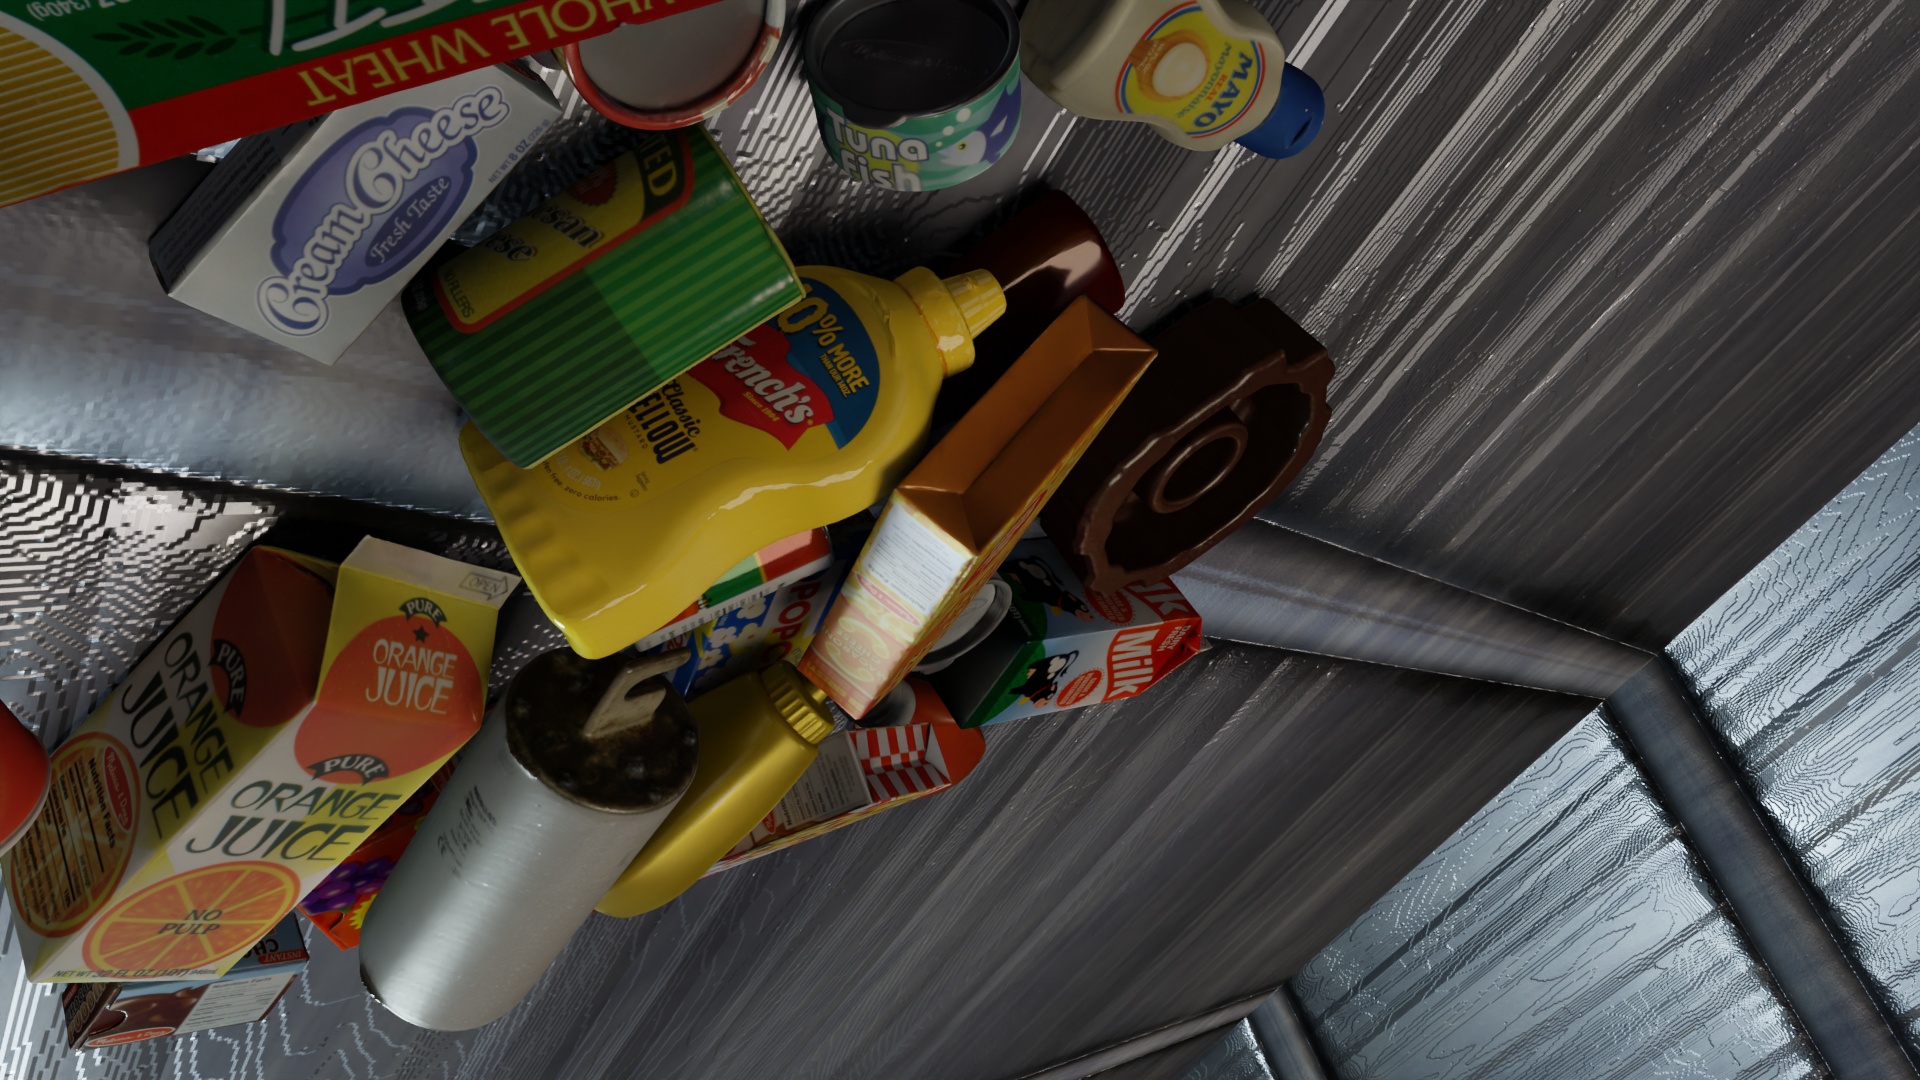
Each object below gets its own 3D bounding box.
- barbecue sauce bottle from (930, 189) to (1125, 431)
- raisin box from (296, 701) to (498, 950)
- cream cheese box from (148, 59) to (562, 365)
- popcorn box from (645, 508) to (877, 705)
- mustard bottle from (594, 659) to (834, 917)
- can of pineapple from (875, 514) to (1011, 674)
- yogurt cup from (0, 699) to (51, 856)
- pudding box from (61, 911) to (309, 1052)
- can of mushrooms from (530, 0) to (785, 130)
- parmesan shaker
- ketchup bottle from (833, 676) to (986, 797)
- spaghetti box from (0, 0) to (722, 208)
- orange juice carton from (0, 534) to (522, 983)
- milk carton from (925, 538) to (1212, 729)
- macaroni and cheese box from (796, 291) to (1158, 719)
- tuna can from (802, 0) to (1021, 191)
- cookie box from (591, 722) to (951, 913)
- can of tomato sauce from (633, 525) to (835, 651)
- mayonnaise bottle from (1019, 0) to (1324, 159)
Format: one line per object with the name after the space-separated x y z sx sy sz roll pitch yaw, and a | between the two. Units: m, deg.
-0.005 -0.077 0.564 0.148 0.044 0.064 -36 149 0 | barbecue sauce bottle
-0.234 0.126 0.622 0.124 0.040 0.085 -25 151 -18 | raisin box
-0.164 -0.098 0.378 0.103 0.024 0.053 -43 150 12 | cream cheese box
-0.093 0.038 0.645 0.085 0.038 0.126 -10 143 -37 | popcorn box
-0.105 0.099 0.618 0.160 0.065 0.048 -38 144 2 | mustard bottle
-0.019 0.023 0.682 0.071 0.058 0.070 -26 150 -17 | can of pineapple
-0.318 0.064 0.413 0.072 0.072 0.053 -20 140 -27 | yogurt cup
-0.342 0.194 0.615 0.049 0.030 0.084 -48 150 22 | pudding box
-0.085 -0.147 0.381 0.071 0.033 0.070 -28 151 -17 | can of mushrooms
-0.108 -0.075 0.425 0.103 0.071 0.071 -33 151 -4 | parmesan shaker
-0.032 0.108 0.810 0.065 0.044 0.148 -34 151 0 | ketchup bottle
-0.119 -0.128 0.300 0.250 0.029 0.050 -16 151 1 | spaghetti box
-0.243 0.069 0.490 0.192 0.073 0.071 -42 151 10 | orange juice carton
0.067 0.047 0.797 0.191 0.072 0.073 -4 138 -44 | milk carton
0.002 -0.007 0.557 0.124 0.040 0.165 -48 175 -32 | macaroni and cheese box
-0.015 -0.141 0.430 0.071 0.071 0.032 -29 151 -13 | tuna can
-0.103 0.139 0.709 0.167 0.040 0.123 -23 169 14 | cookie box
-0.101 -0.005 0.541 0.083 0.071 0.071 -25 150 -14 | can of tomato sauce
0.086 -0.176 0.515 0.148 0.041 0.064 3 131 -49 | mayonnaise bottle
